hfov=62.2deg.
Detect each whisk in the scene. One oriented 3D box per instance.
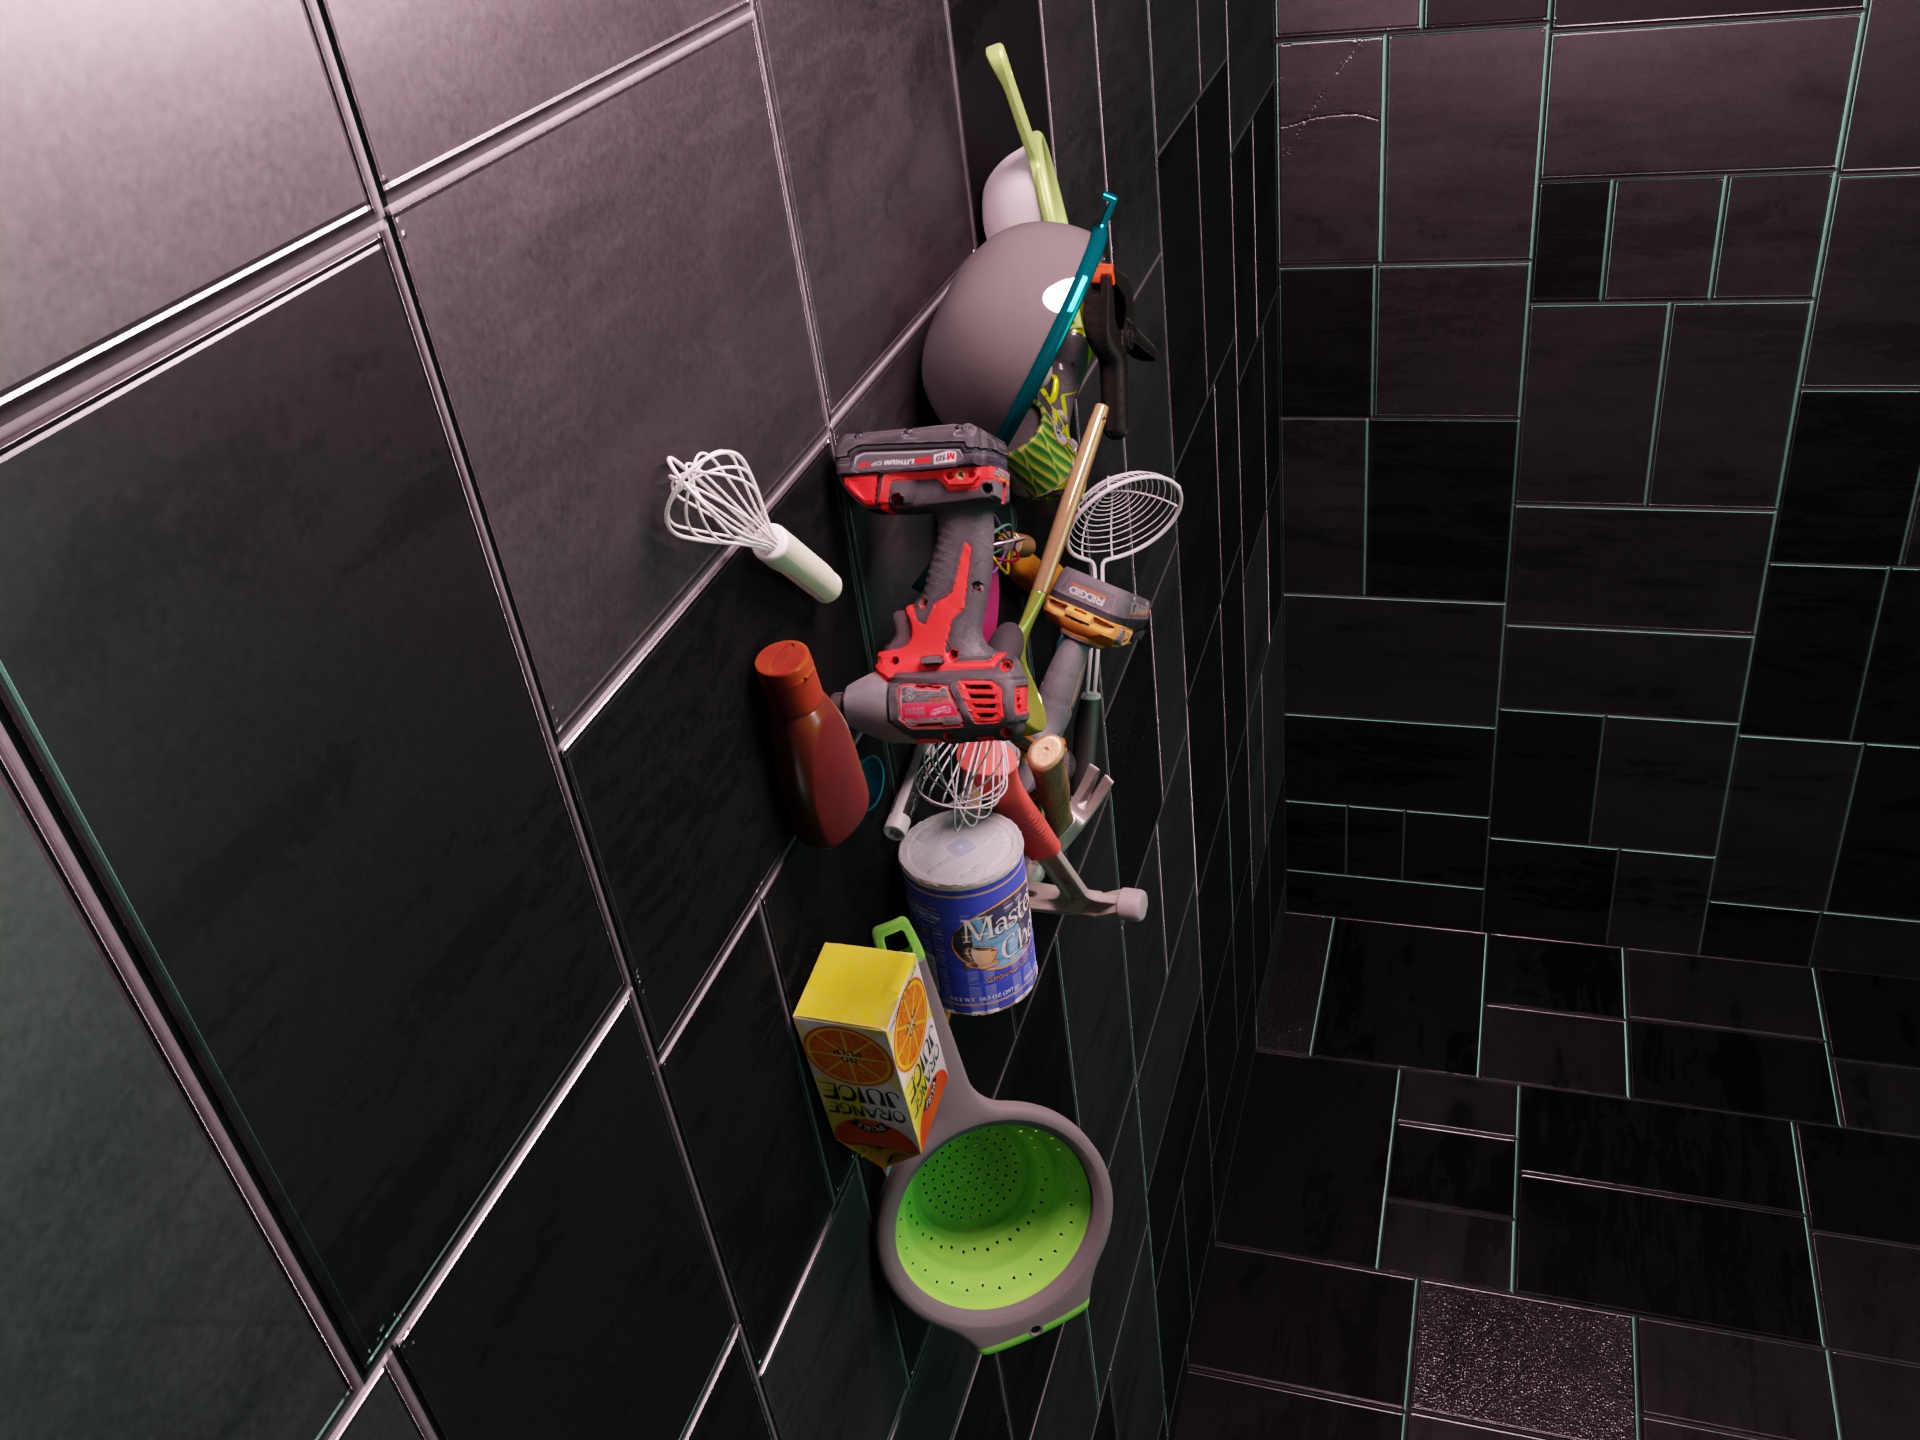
[{"bbox_3d":[-0.121,-0.112,0.984,0.059,0.058,0.246,-50,162,1],"label":"whisk"},{"bbox_3d":[0.038,-0.142,1.313,0.051,0.047,0.245,-57,175,10],"label":"whisk"},{"bbox_3d":[0.020,-0.009,1.244,0.285,0.070,0.070,-71,158,-58],"label":"whisk"}]

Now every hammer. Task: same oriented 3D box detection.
[{"bbox_3d":[0.090,0.071,1.486,0.130,0.031,0.331,-50,165,-9],"label":"hammer"},{"bbox_3d":[0.058,0.102,1.421,0.358,0.149,0.037,54,45,-57],"label":"hammer"},{"bbox_3d":[0.046,-0.147,1.484,0.336,0.034,0.127,21,73,-71],"label":"hammer"}]

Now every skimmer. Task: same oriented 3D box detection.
[{"bbox_3d":[0.155,-0.077,1.635,0.127,0.090,0.363,-5,107,-30],"label":"skimmer"}]

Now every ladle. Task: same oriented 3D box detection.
[{"bbox_3d":[0.091,-0.140,1.452,0.078,0.062,0.320,29,78,-56],"label":"ladle"}]

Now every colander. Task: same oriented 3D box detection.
[{"bbox_3d":[-0.005,0.334,1.339,0.094,0.204,0.397,-142,-148,-72],"label":"colander"}]

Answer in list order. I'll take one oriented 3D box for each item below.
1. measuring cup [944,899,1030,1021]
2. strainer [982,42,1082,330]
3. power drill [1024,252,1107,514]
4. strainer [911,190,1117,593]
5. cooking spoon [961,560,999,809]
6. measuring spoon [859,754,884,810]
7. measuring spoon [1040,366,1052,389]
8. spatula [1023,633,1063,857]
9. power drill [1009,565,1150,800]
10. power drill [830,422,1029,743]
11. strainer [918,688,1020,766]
[{"bbox_3d":[0.022,0.230,1.448,0.095,0.052,0.174,77,27,-68],"label":"measuring cup"},{"bbox_3d":[0.041,-0.453,1.341,0.256,0.069,0.152,58,22,-56],"label":"strainer"},{"bbox_3d":[0.082,-0.333,1.488,0.190,0.080,0.229,52,47,-57],"label":"power drill"},{"bbox_3d":[0.004,-0.256,1.233,0.340,0.095,0.211,-66,-173,-21],"label":"strainer"},{"bbox_3d":[0.014,0.016,1.393,0.069,0.017,0.318,-41,139,-62],"label":"cooking spoon"},{"bbox_3d":[-0.093,0.027,1.144,0.128,0.021,0.042,46,57,-54],"label":"measuring spoon"},{"bbox_3d":[0.060,-0.269,1.335,0.034,0.018,0.124,-58,-172,40],"label":"measuring spoon"},{"bbox_3d":[0.108,0.012,1.690,0.082,0.044,0.318,45,52,-60],"label":"spatula"},{"bbox_3d":[0.106,-0.027,1.558,0.226,0.084,0.185,-67,163,6],"label":"power drill"},{"bbox_3d":[-0.028,-0.092,1.127,0.078,0.143,0.219,-9,96,-75],"label":"power drill"},{"bbox_3d":[-0.002,-0.004,1.312,0.258,0.050,0.087,40,46,-58],"label":"strainer"}]
